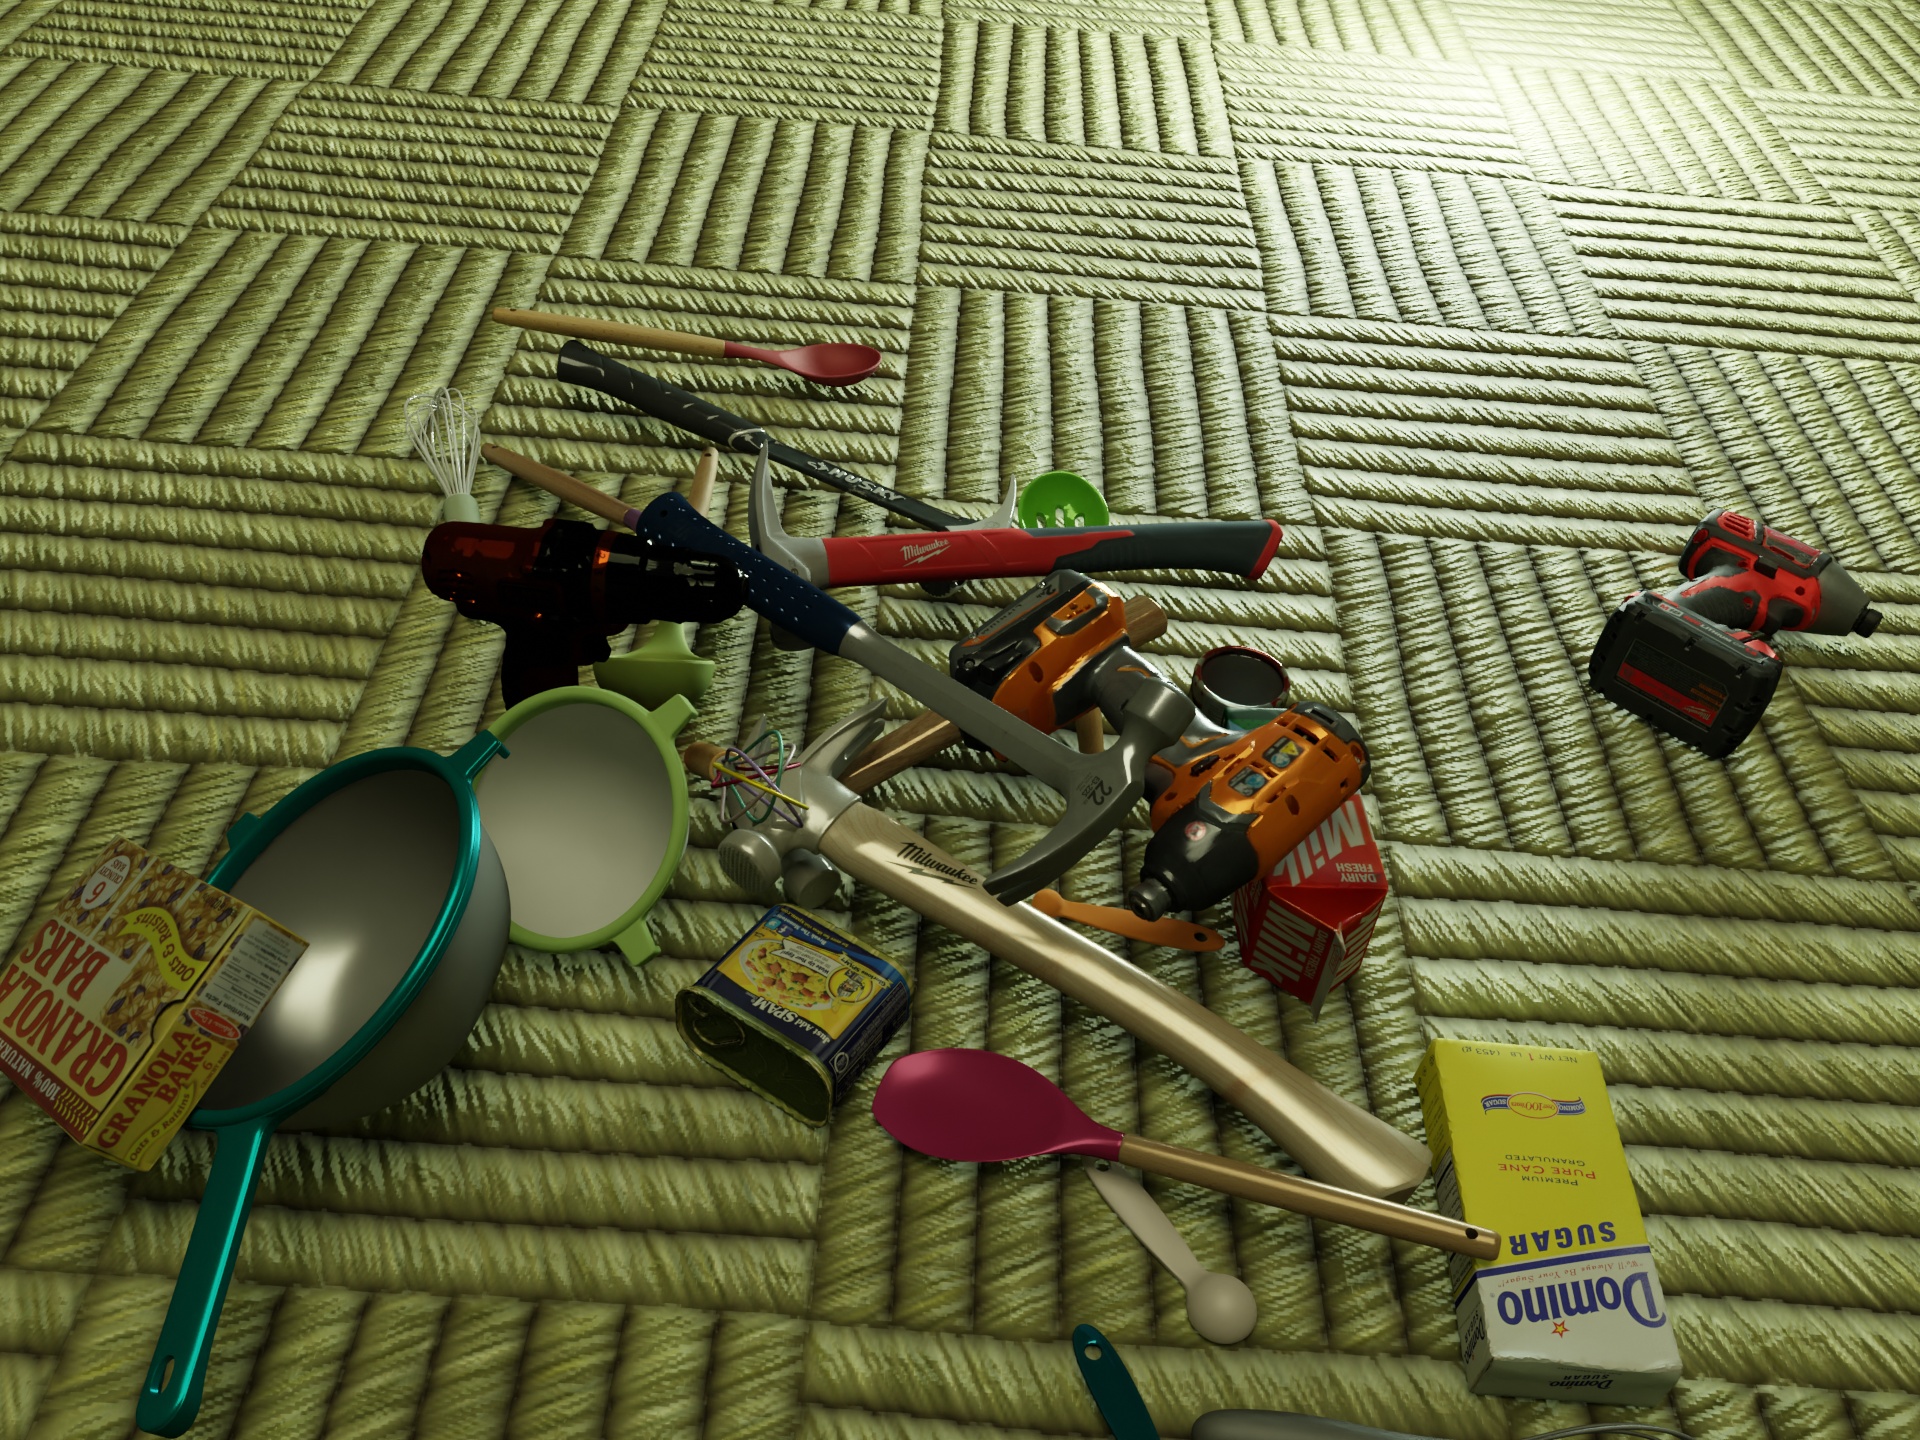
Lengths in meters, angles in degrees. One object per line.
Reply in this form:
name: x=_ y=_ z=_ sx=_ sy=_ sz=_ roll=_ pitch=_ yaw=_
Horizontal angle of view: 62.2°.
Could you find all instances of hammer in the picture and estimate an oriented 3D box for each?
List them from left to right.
hammer: x=-0.144 y=-0.212 z=1.224 sx=0.409 sy=0.036 sz=0.149 roll=26 pitch=40 yaw=17
hammer: x=-0.060 y=-0.039 z=0.937 sx=0.406 sy=0.035 sz=0.144 roll=32 pitch=81 yaw=34
hammer: x=-0.002 y=-0.003 z=1.026 sx=0.331 sy=0.031 sz=0.130 roll=-29 pitch=52 yaw=-24
hammer: x=0.046 y=-0.131 z=1.109 sx=0.386 sy=0.038 sz=0.143 roll=-5 pitch=70 yaw=-20
hammer: x=0.071 y=0.131 z=0.880 sx=0.411 sy=0.038 sz=0.146 roll=30 pitch=53 yaw=16

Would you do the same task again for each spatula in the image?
spatula: x=-0.254 y=-0.152 z=1.142 sx=0.316 sy=0.018 sz=0.060 roll=27 pitch=42 yaw=36

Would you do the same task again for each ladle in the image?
ladle: x=-0.197 y=-0.114 z=1.123 sx=0.078 sy=0.062 sz=0.320 roll=2 pitch=41 yaw=-1
ladle: x=-0.220 y=-0.308 z=1.303 sx=0.315 sy=0.031 sz=0.069 roll=5 pitch=33 yaw=-18

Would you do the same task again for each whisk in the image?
whisk: x=-0.368 y=-0.162 z=1.164 sx=0.059 sy=0.057 sz=0.247 roll=11 pitch=40 yaw=-36
whisk: x=-0.130 y=0.027 z=0.896 sx=0.047 sy=0.051 sz=0.245 roll=-4 pitch=4 yaw=-18
whisk: x=0.223 y=0.332 z=0.709 sx=0.239 sy=0.055 sz=0.055 roll=5 pitch=44 yaw=5

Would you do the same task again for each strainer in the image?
strainer: x=-0.305 y=0.175 z=0.775 sx=0.211 sy=0.095 sz=0.341 roll=-17 pitch=49 yaw=23
strainer: x=-0.262 y=0.056 z=0.934 sx=0.256 sy=0.069 sz=0.151 roll=4 pitch=81 yaw=19

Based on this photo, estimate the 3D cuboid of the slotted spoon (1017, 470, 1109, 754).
slotted spoon: x=0.081 y=-0.069 z=1.125 sx=0.070 sy=0.031 sz=0.314 roll=2 pitch=46 yaw=-4

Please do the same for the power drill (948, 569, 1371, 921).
power drill: x=0.097 y=0.016 z=0.919 sx=0.164 sy=0.084 sz=0.227 roll=-38 pitch=53 yaw=-25

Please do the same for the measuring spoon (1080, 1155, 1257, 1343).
measuring spoon: x=0.101 y=0.255 z=0.794 sx=0.034 sy=0.018 sz=0.124 roll=-24 pitch=50 yaw=-27

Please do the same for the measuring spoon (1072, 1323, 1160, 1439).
measuring spoon: x=0.081 y=0.332 z=0.719 sx=0.042 sy=0.021 sz=0.129 roll=-12 pitch=37 yaw=-18

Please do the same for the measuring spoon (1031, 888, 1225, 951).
measuring spoon: x=0.099 y=0.117 z=0.942 sx=0.117 sy=0.011 sz=0.021 roll=12 pitch=44 yaw=7

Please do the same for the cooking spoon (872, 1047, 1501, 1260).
cooking spoon: x=0.106 y=0.223 z=0.802 sx=0.319 sy=0.017 sz=0.069 roll=10 pitch=45 yaw=18

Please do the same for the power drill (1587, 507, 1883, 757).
power drill: x=0.560 y=-0.069 z=1.140 sx=0.143 sy=0.078 sz=0.219 roll=35 pitch=48 yaw=27
